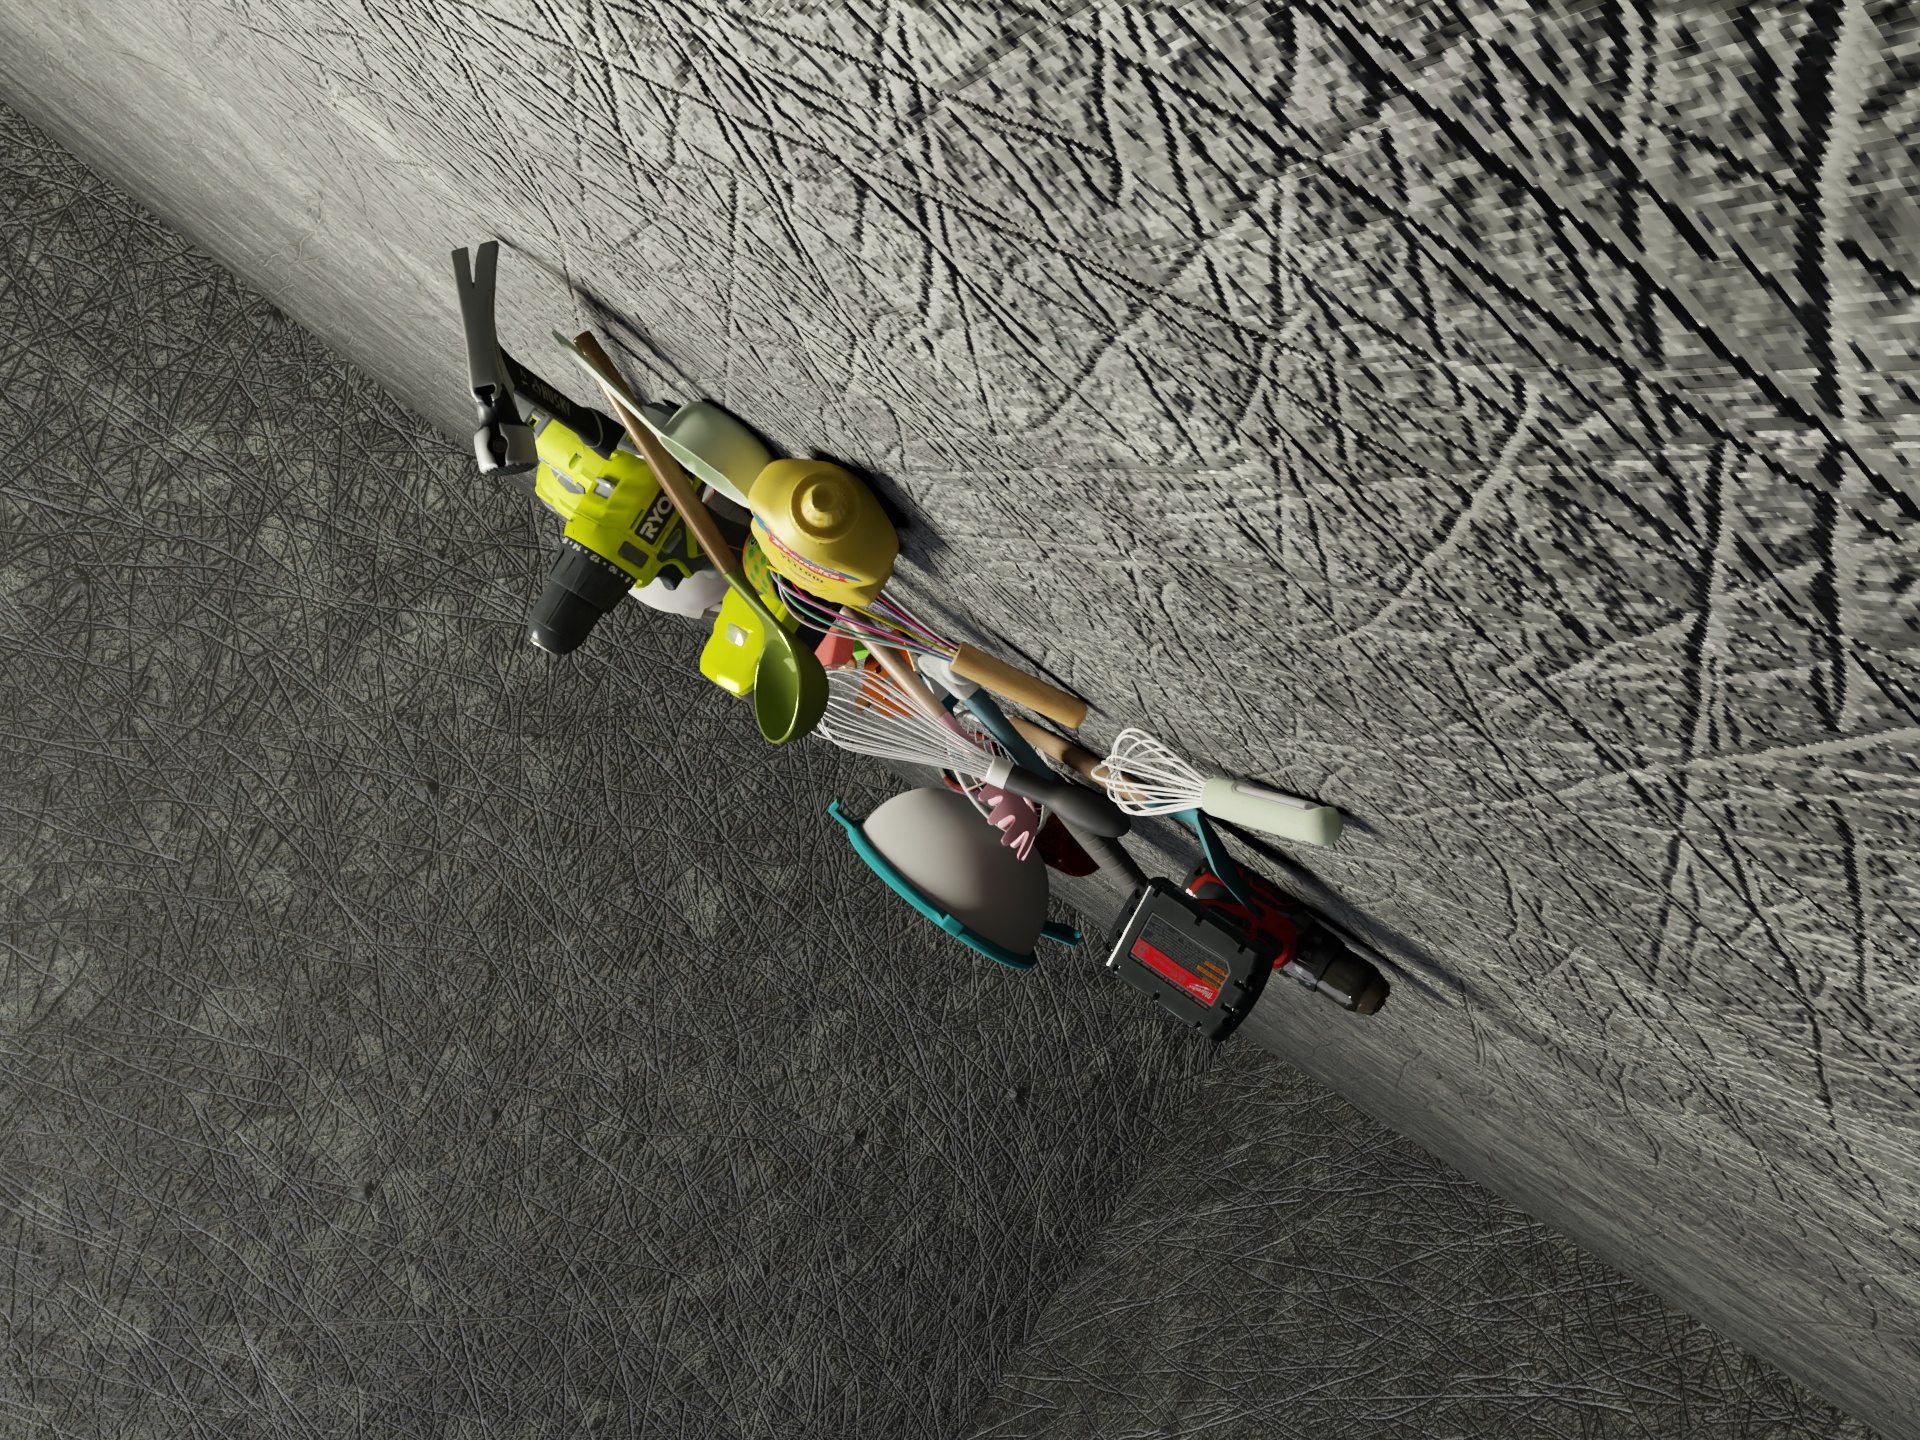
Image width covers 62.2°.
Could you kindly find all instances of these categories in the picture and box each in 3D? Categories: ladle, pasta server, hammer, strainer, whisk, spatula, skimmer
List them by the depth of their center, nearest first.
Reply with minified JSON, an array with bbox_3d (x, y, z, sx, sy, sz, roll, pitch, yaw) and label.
[{"bbox_3d":[0.156,0.045,0.997,0.057,0.059,0.246,-2,-172,-25],"label":"whisk"},{"bbox_3d":[-0.183,-0.120,1.101,0.078,0.062,0.320,18,143,58],"label":"ladle"},{"bbox_3d":[-0.023,-0.056,1.109,0.245,0.051,0.047,26,152,-6],"label":"whisk"},{"bbox_3d":[-0.280,-0.224,1.164,0.409,0.036,0.149,9,-111,-87],"label":"hammer"},{"bbox_3d":[0.002,0.027,1.244,0.284,0.070,0.070,23,173,5],"label":"whisk"},{"bbox_3d":[0.129,0.063,1.276,0.318,0.044,0.082,31,170,48],"label":"spatula"},{"bbox_3d":[-0.039,-0.017,1.308,0.316,0.040,0.060,49,-177,11],"label":"pasta server"},{"bbox_3d":[0.079,0.059,1.324,0.330,0.033,0.128,49,172,-17],"label":"hammer"},{"bbox_3d":[-0.242,-0.133,1.374,0.151,0.069,0.256,37,168,-25],"label":"strainer"},{"bbox_3d":[0.043,0.143,1.491,0.211,0.095,0.340,41,-172,38],"label":"strainer"},{"bbox_3d":[-0.159,-0.086,1.503,0.149,0.036,0.359,10,-175,-23],"label":"hammer"},{"bbox_3d":[-0.025,0.013,1.526,0.127,0.090,0.364,33,177,-32],"label":"skimmer"},{"bbox_3d":[-0.079,-0.029,1.551,0.322,0.041,0.081,154,98,-82],"label":"spatula"}]

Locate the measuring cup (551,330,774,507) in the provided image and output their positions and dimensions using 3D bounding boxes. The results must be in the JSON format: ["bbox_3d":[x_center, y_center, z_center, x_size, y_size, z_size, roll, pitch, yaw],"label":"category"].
[{"bbox_3d":[-0.186,-0.202,1.018,0.167,0.038,0.083,41,172,-28],"label":"measuring cup"}]

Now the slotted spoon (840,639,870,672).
[{"bbox_3d":[-0.113,-0.062,1.542,0.070,0.031,0.314,-6,-174,-6],"label":"slotted spoon"}]

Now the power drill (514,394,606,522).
[{"bbox_3d":[-0.354,-0.233,1.555,0.171,0.080,0.223,36,171,-3],"label":"power drill"}]

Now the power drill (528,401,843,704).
[{"bbox_3d":[-0.203,-0.102,1.189,0.080,0.190,0.228,27,175,39],"label":"power drill"}]

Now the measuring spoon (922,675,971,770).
[{"bbox_3d":[-0.002,-0.004,1.371,0.042,0.021,0.129,28,-150,-38],"label":"measuring spoon"}]

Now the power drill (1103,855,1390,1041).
[{"bbox_3d":[0.229,0.182,1.243,0.188,0.080,0.226,33,-164,23],"label":"power drill"}]
